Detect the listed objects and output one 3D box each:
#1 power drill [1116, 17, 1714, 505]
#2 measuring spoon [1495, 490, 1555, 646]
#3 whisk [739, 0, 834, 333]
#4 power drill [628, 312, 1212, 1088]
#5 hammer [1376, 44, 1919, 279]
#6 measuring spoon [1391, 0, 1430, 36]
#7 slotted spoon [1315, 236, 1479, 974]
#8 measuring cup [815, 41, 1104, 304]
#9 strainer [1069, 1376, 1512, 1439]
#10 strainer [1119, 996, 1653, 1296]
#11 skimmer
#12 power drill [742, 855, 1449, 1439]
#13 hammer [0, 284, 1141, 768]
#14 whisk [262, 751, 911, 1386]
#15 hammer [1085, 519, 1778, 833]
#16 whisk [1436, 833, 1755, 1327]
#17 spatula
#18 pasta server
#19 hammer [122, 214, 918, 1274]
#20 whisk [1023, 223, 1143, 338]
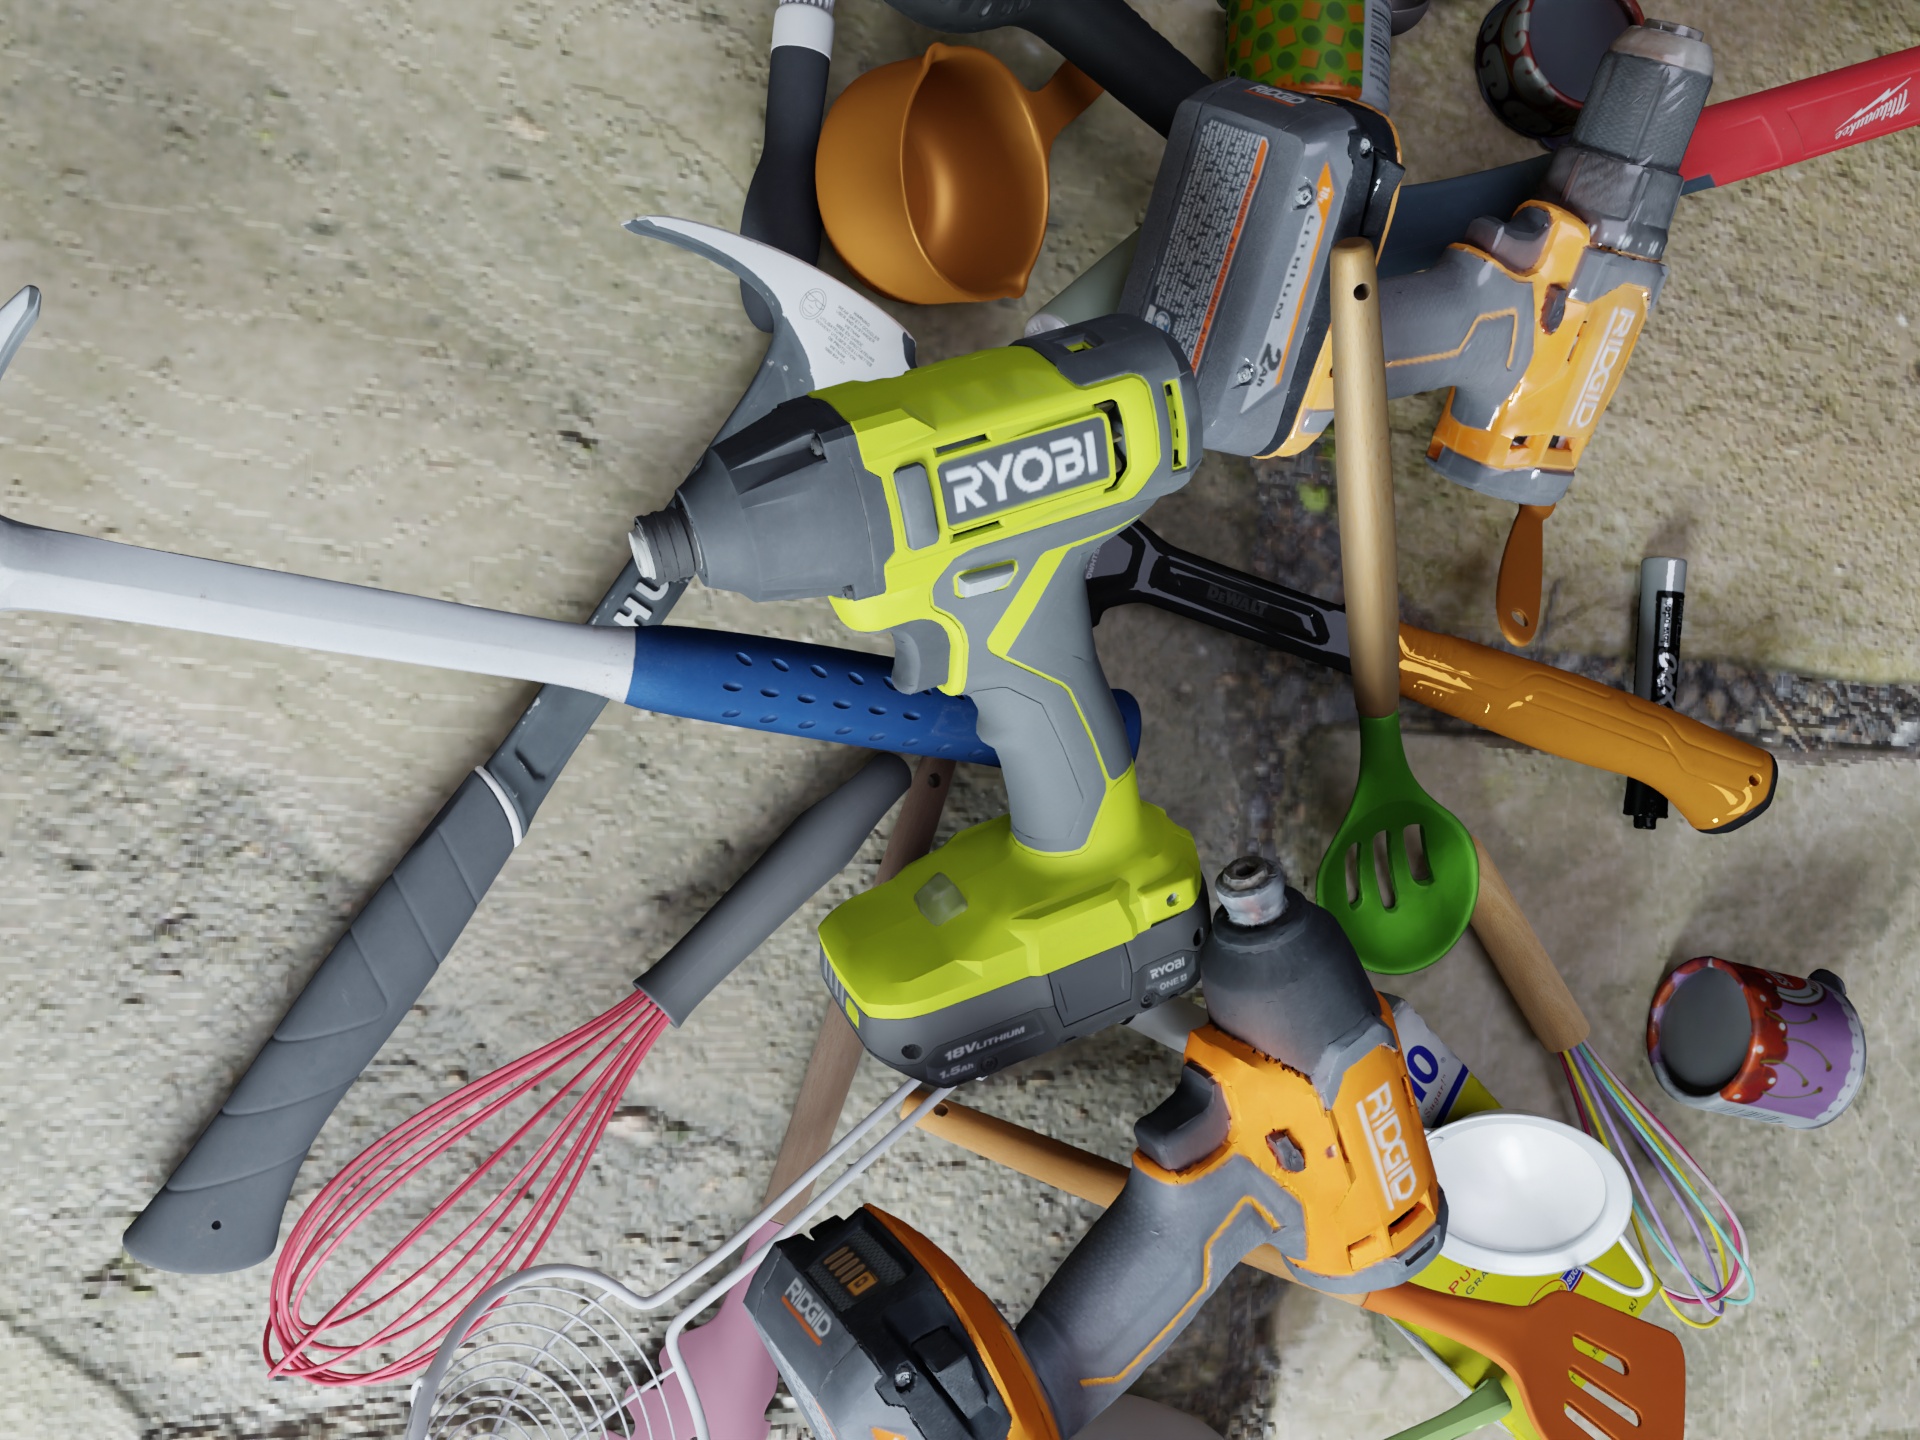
[{"bbox_3d":[0.179,-0.177,0.589,0.226,0.084,0.185,-1,119,-33],"label":"power drill"},{"bbox_3d":[0.236,-0.068,0.658,0.021,0.011,0.117,35,44,-6],"label":"measuring spoon"},{"bbox_3d":[-0.053,-0.286,0.589,0.070,0.070,0.284,6,93,-16],"label":"whisk"},{"bbox_3d":[-0.001,-0.002,0.512,0.171,0.080,0.223,-19,118,-16],"label":"power drill"},{"bbox_3d":[0.315,-0.232,0.690,0.386,0.038,0.143,-18,132,-8],"label":"hammer"},{"bbox_3d":[0.218,-0.315,0.687,0.124,0.034,0.018,-23,139,-21],"label":"measuring spoon"},{"bbox_3d":[0.156,-0.027,0.590,0.070,0.031,0.313,-16,125,-3],"label":"slotted spoon"},{"bbox_3d":[0.008,-0.225,0.609,0.174,0.052,0.095,-53,133,-36],"label":"measuring cup"},{"bbox_3d":[0.089,0.276,0.599,0.256,0.151,0.069,-13,55,-20],"label":"strainer"},{"bbox_3d":[0.152,0.146,0.601,0.258,0.050,0.086,27,124,-10],"label":"strainer"},{"bbox_3d":[-0.027,0.158,0.541,0.363,0.090,0.127,-38,106,-24],"label":"skimmer"},{"bbox_3d":[0.051,0.154,0.503,0.226,0.084,0.164,-31,116,-21],"label":"power drill"},{"bbox_3d":[-0.118,-0.026,0.522,0.405,0.035,0.144,9,96,-26],"label":"hammer"},{"bbox_3d":[-0.121,0.114,0.559,0.296,0.073,0.073,-45,101,-19],"label":"whisk"},{"bbox_3d":[0.191,-0.031,0.655,0.336,0.034,0.127,19,85,-11],"label":"hammer"},{"bbox_3d":[0.271,0.157,0.684,0.047,0.051,0.245,-32,95,-9],"label":"whisk"},{"bbox_3d":[0.127,0.209,0.604,0.322,0.041,0.081,21,55,6],"label":"spatula"},{"bbox_3d":[-0.060,0.159,0.596,0.060,0.040,0.316,22,79,-15],"label":"pasta server"},{"bbox_3d":[-0.153,0.011,0.553,0.149,0.036,0.409,38,82,-29],"label":"hammer"},{"bbox_3d":[0.029,-0.134,0.587,0.058,0.059,0.246,27,54,26],"label":"whisk"}]
